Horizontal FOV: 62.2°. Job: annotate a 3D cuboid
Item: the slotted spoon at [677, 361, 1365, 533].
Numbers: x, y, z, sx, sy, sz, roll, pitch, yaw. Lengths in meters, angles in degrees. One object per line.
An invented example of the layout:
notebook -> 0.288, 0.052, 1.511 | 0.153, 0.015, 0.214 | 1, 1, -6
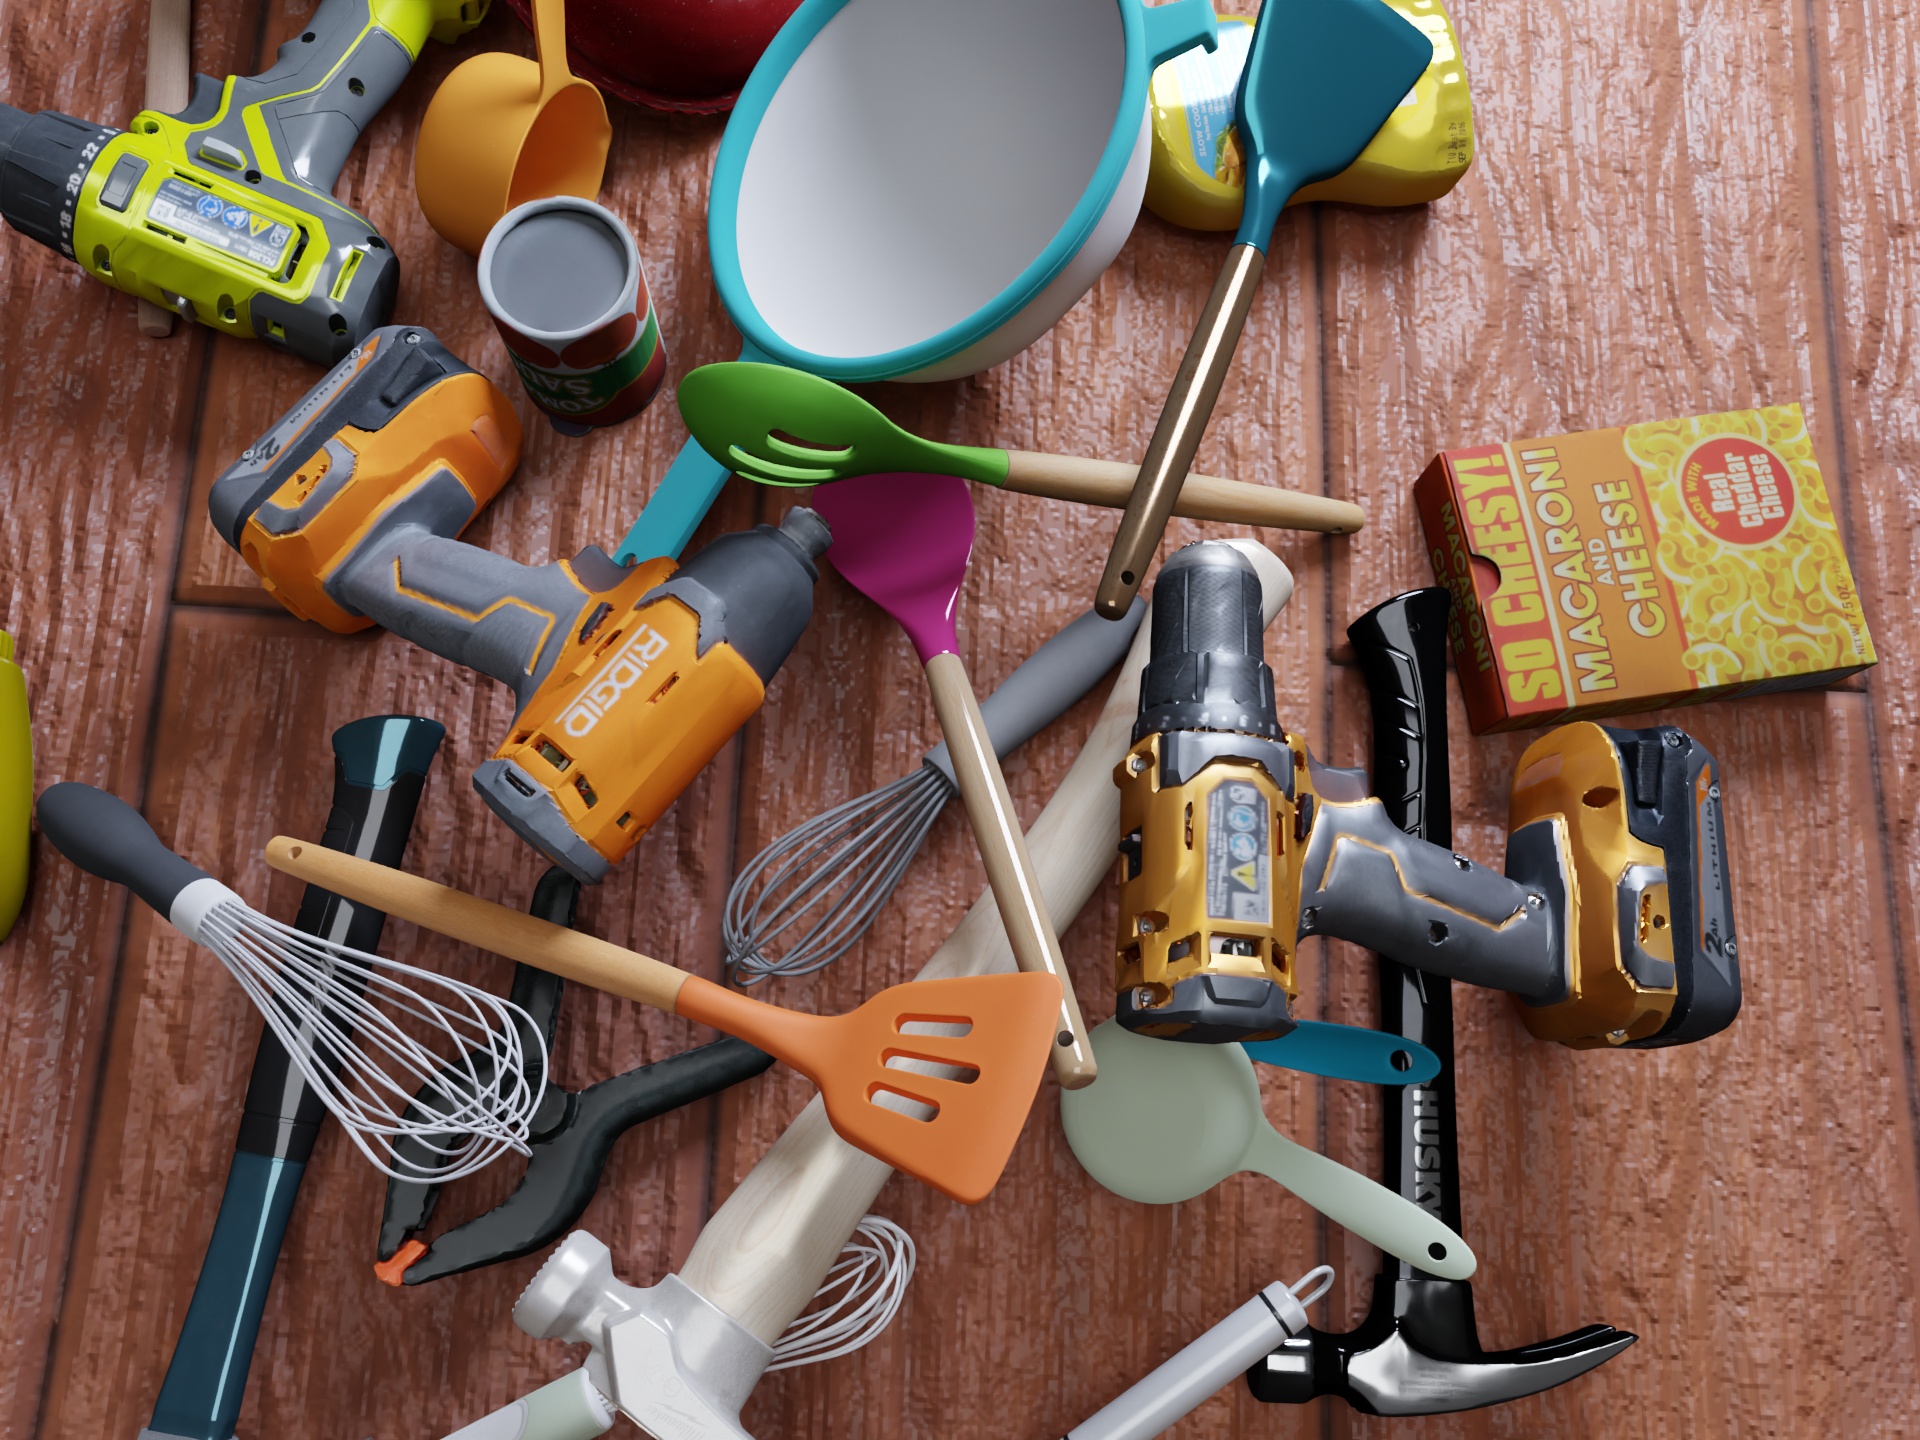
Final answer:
slotted spoon -> 0.040, -0.099, 0.640 | 0.313, 0.070, 0.031 | 4, 71, -27

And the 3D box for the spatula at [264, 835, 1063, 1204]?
spatula -> -0.122, 0.087, 0.569 | 0.323, 0.041, 0.081 | 15, 63, 17

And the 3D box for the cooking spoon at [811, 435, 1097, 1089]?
cooking spoon -> -0.001, -0.002, 0.623 | 0.068, 0.017, 0.319 | -16, 54, -4

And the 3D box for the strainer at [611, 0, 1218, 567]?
strainer -> -0.035, -0.174, 0.685 | 0.211, 0.095, 0.340 | 41, 100, 34

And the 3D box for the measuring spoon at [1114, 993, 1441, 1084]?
measuring spoon -> 0.126, 0.126, 0.634 | 0.129, 0.021, 0.042 | 6, 90, 22

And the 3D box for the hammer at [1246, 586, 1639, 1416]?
hammer -> 0.193, 0.106, 0.655 | 0.146, 0.035, 0.335 | 3, 76, -1

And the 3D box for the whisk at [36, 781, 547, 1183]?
whisk -> -0.259, 0.086, 0.590 | 0.285, 0.070, 0.070 | 25, 75, 28

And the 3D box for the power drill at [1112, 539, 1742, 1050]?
power drill -> 0.167, 0.032, 0.598 | 0.226, 0.084, 0.185 | 7, 72, -12

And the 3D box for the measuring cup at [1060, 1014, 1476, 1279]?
measuring cup -> 0.112, 0.167, 0.602 | 0.168, 0.038, 0.083 | 25, 98, 25

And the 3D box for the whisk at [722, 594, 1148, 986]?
whisk -> -0.006, 0.025, 0.661 | 0.239, 0.055, 0.055 | -41, 82, -16

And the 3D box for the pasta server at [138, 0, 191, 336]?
pasta server -> -0.364, -0.327, 0.729 | 0.060, 0.040, 0.316 | 0, 77, -14

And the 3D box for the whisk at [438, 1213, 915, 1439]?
whisk -> -0.130, 0.251, 0.599 | 0.246, 0.058, 0.059 | -26, 123, -4

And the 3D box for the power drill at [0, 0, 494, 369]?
power drill -> -0.313, -0.284, 0.688 | 0.190, 0.080, 0.228 | 22, 77, -11

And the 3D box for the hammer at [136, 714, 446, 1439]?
hammer -> -0.265, 0.155, 0.618 | 0.128, 0.033, 0.331 | 10, 75, 5

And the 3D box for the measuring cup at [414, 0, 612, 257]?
measuring cup -> -0.190, -0.269, 0.658 | 0.052, 0.173, 0.095 | 22, 51, 7

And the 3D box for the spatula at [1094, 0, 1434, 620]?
spatula -> 0.114, -0.178, 0.652 | 0.082, 0.044, 0.318 | 27, 67, -11

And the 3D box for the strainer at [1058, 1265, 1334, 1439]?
strainer -> 0.034, 0.280, 0.589 | 0.258, 0.050, 0.086 | -34, 120, -5

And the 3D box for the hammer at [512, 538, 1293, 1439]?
hammer -> 0.020, 0.094, 0.609 | 0.146, 0.038, 0.411 | 36, 71, 4

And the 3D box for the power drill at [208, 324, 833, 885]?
power drill -> -0.167, -0.062, 0.626 | 0.227, 0.084, 0.164 | 36, 77, 22
